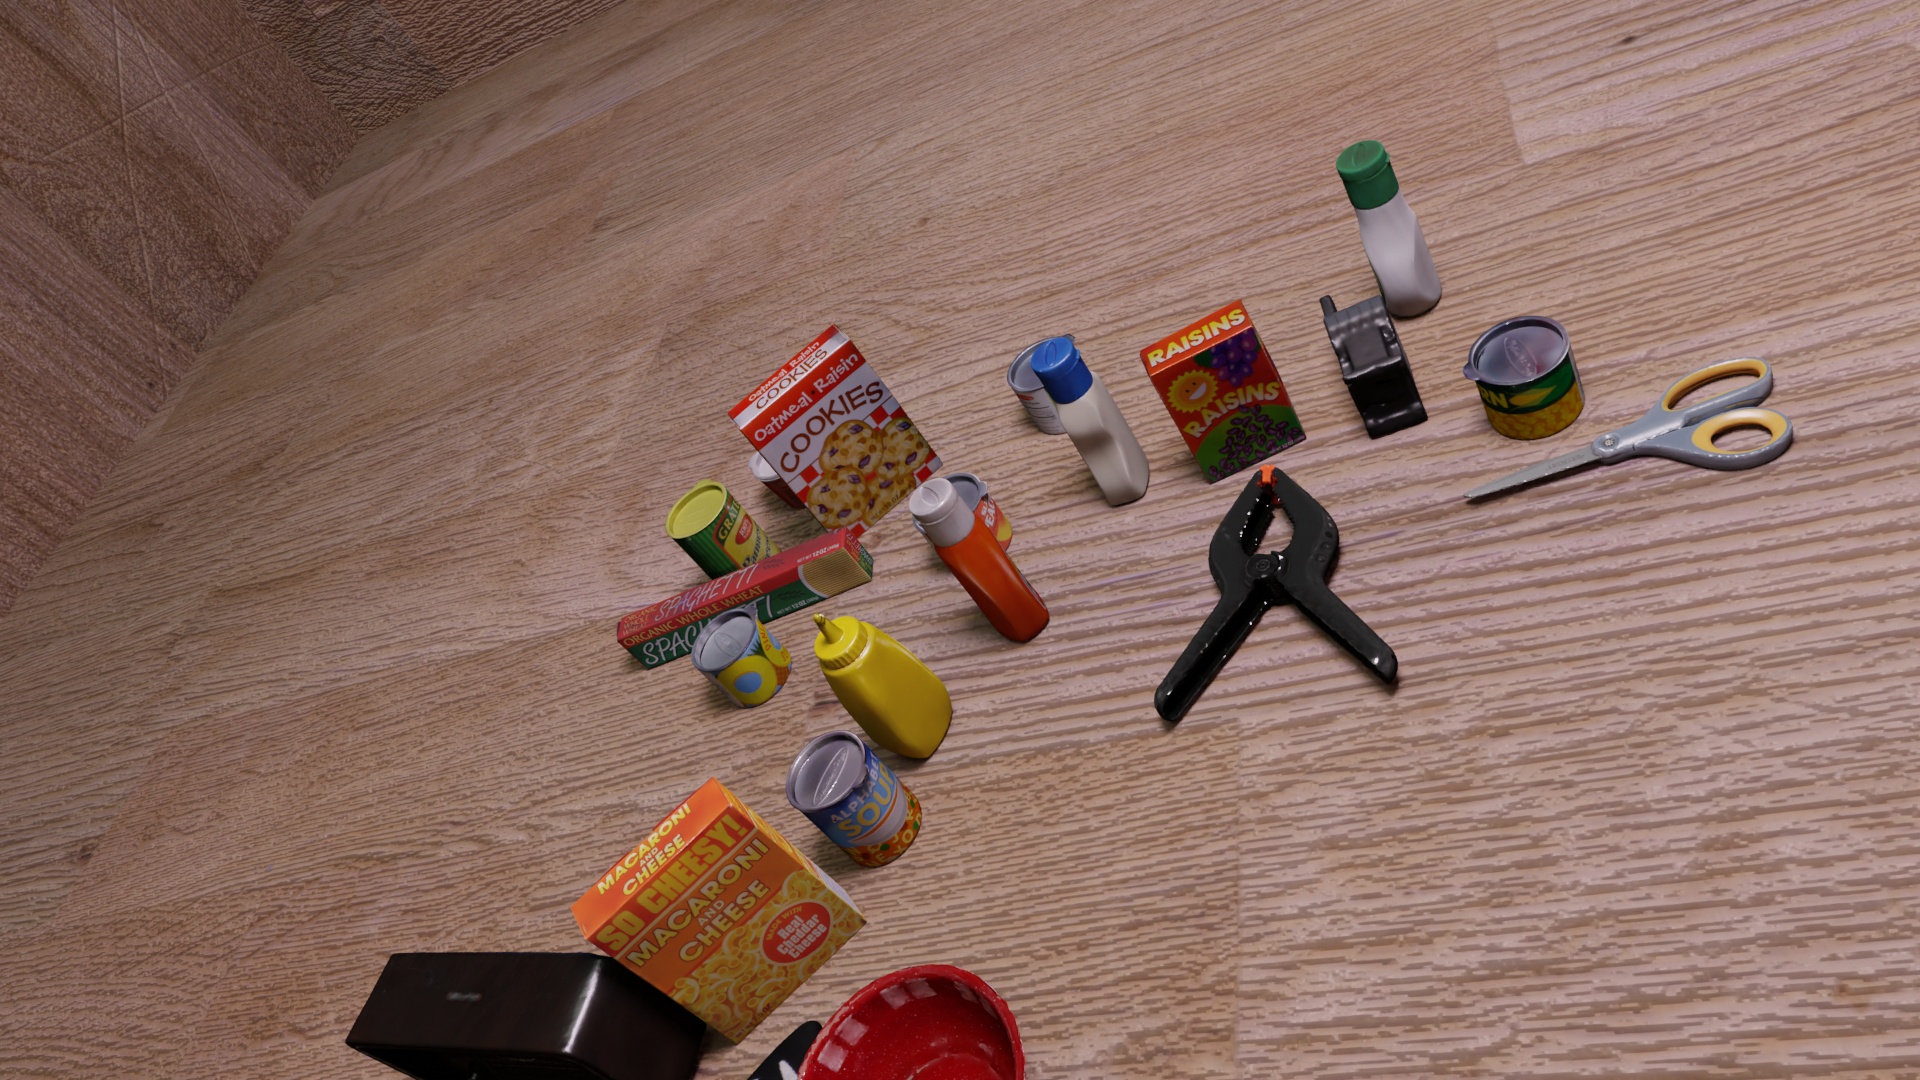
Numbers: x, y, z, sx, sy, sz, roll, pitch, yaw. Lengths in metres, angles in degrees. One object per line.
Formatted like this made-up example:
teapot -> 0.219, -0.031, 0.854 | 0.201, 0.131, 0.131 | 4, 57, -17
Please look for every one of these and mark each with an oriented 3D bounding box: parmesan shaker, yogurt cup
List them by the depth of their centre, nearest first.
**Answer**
parmesan shaker -> -0.212, 0.002, 1.274 | 0.071, 0.102, 0.072 | -21, 41, 20
yogurt cup -> -0.159, -0.068, 1.344 | 0.072, 0.053, 0.073 | -21, 41, 20

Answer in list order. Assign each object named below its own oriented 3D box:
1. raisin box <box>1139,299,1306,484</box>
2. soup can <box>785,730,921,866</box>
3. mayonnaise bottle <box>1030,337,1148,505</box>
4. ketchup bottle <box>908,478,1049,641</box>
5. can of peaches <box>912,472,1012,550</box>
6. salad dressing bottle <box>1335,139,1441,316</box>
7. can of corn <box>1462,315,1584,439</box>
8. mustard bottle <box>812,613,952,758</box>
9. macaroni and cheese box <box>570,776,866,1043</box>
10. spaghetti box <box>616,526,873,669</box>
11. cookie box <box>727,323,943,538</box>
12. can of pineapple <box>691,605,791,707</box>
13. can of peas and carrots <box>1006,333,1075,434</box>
raisin box -> 0.201, -0.112, 1.058 | 0.086, 0.123, 0.040 | -26, 40, 14
soup can -> -0.074, 0.187, 0.998 | 0.071, 0.083, 0.072 | -21, 41, 20
mayonnaise bottle -> 0.103, -0.096, 1.097 | 0.041, 0.147, 0.065 | -19, 42, 22
ketchup bottle -> 0.012, 0.014, 1.054 | 0.043, 0.148, 0.065 | -42, 38, -5
can of peaches -> 0.004, -0.015, 1.162 | 0.071, 0.058, 0.071 | -21, 41, 20
salad dressing bottle -> 0.329, -0.239, 1.070 | 0.044, 0.147, 0.064 | -10, 46, 30
can of corn -> 0.391, -0.111, 0.965 | 0.071, 0.058, 0.071 | -21, 41, 20
mustard bottle -> -0.065, 0.098, 1.019 | 0.049, 0.159, 0.065 | 1, 52, 39
macaroni and cheese box -> -0.159, 0.250, 0.932 | 0.124, 0.166, 0.040 | -43, 39, -7
spaghetti box -> -0.197, 0.054, 1.252 | 0.249, 0.050, 0.029 | -22, 41, 18
cookie box -> -0.109, -0.090, 1.237 | 0.123, 0.167, 0.040 | -41, 38, -4
can of pineapple -> -0.186, 0.100, 1.191 | 0.071, 0.057, 0.071 | -21, 41, 20
can of peas and carrots -> 0.085, -0.138, 1.225 | 0.071, 0.058, 0.071 | -21, 41, 20
